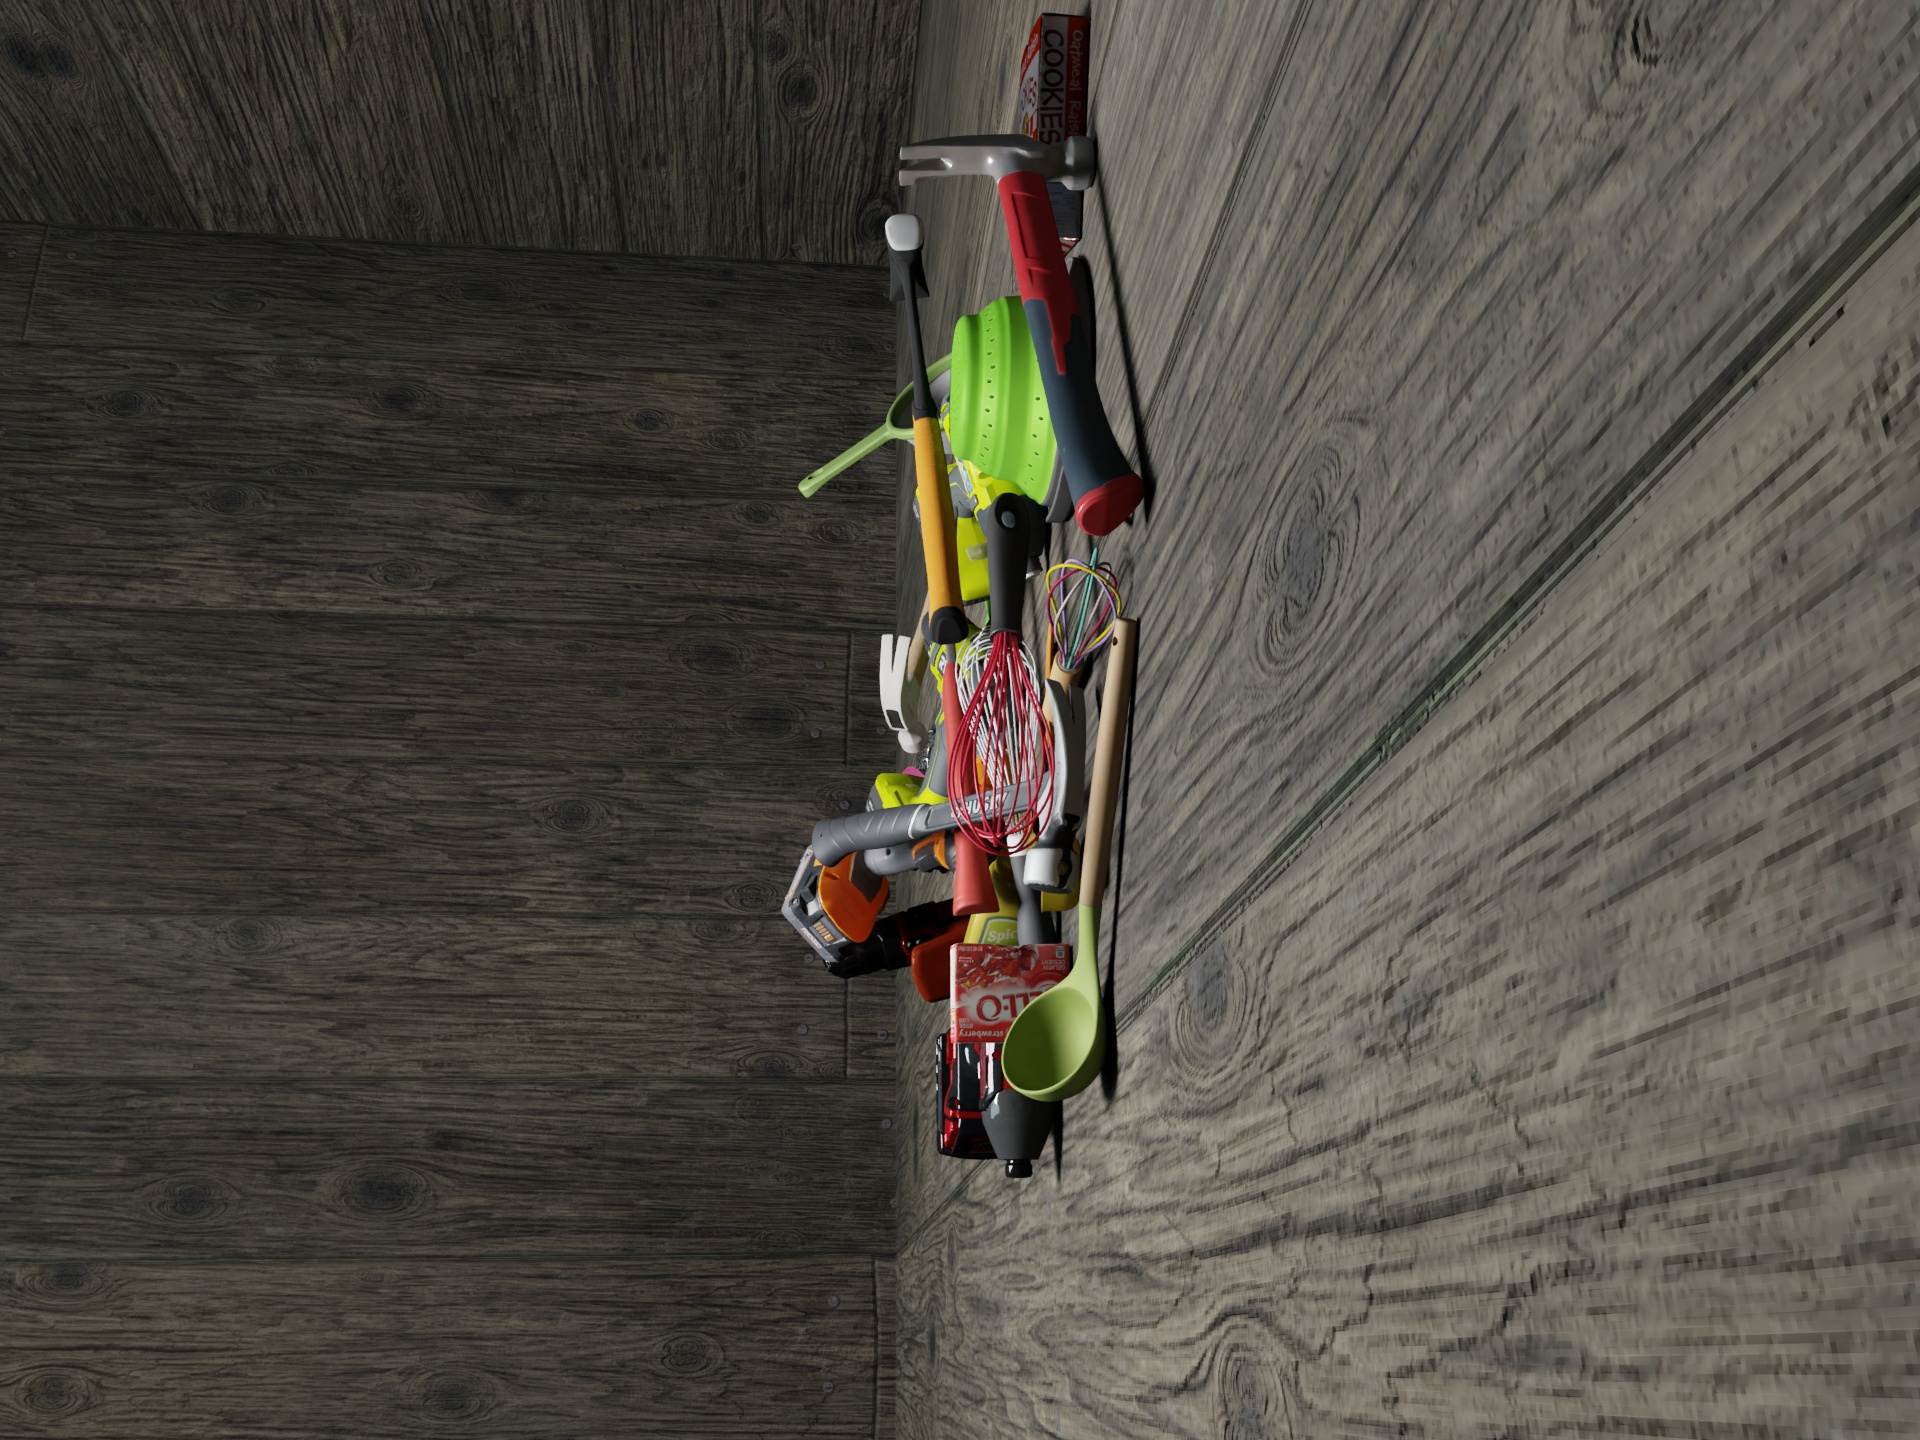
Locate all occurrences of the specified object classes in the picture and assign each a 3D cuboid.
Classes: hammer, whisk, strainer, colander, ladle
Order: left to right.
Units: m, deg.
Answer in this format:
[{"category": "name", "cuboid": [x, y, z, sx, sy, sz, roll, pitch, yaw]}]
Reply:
[{"category": "strainer", "cuboid": [-0.036, -0.273, 1.541, 0.069, 0.256, 0.152, 51, -165, -29]}, {"category": "hammer", "cuboid": [-0.027, -0.224, 1.275, 0.127, 0.034, 0.337, 89, 175, -79]}, {"category": "hammer", "cuboid": [-0.021, 0.071, 1.238, 0.409, 0.036, 0.149, -17, 60, 59]}, {"category": "hammer", "cuboid": [-0.023, -0.137, 1.704, 0.129, 0.031, 0.331, 68, -147, -54]}, {"category": "hammer", "cuboid": [-0.002, -0.004, 1.330, 0.149, 0.036, 0.359, 87, 177, -56]}, {"category": "whisk", "cuboid": [0.030, -0.041, 1.091, 0.073, 0.073, 0.296, 100, 173, -58]}, {"category": "whisk", "cuboid": [0.044, 0.065, 1.248, 0.070, 0.070, 0.284, 151, 110, -84]}, {"category": "colander", "cuboid": [0.047, -0.222, 1.170, 0.397, 0.094, 0.204, -99, 12, -63]}, {"category": "hammer", "cuboid": [0.046, -0.271, 1.064, 0.038, 0.143, 0.387, 94, 170, -52]}, {"category": "whisk", "cuboid": [0.076, -0.053, 1.111, 0.244, 0.047, 0.051, 97, 171, -69]}, {"category": "ladle", "cuboid": [0.076, 0.092, 1.011, 0.078, 0.062, 0.320, 29, 117, 57]}]

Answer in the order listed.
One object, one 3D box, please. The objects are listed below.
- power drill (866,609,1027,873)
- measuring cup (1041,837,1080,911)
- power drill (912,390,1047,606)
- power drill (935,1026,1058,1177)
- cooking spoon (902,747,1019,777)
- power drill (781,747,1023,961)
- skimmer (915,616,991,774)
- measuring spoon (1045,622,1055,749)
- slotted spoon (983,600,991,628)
[{"category": "power drill", "cuboid": [-0.019, 0.013, 1.541, 0.191, 0.080, 0.228, -123, 46, -56]}, {"category": "measuring cup", "cuboid": [0.078, 0.095, 1.187, 0.156, 0.029, 0.062, -67, -23, -73]}, {"category": "power drill", "cuboid": [0.021, -0.188, 1.438, 0.223, 0.080, 0.171, 129, 123, -77]}, {"category": "power drill", "cuboid": [0.032, 0.305, 1.309, 0.219, 0.078, 0.143, 117, 154, -71]}, {"category": "cooking spoon", "cuboid": [-0.009, 0.063, 1.633, 0.319, 0.017, 0.069, 152, 113, -65]}, {"category": "power drill", "cuboid": [-0.047, 0.127, 1.411, 0.084, 0.226, 0.164, 51, -154, -19]}, {"category": "skimmer", "cuboid": [0.025, -0.007, 1.671, 0.363, 0.090, 0.127, 118, 165, -55]}, {"category": "measuring spoon", "cuboid": [0.075, -0.029, 1.283, 0.021, 0.011, 0.117, 103, 171, -61]}, {"category": "slotted spoon", "cuboid": [0.025, -0.068, 1.701, 0.313, 0.031, 0.070, 97, 172, -59]}]
